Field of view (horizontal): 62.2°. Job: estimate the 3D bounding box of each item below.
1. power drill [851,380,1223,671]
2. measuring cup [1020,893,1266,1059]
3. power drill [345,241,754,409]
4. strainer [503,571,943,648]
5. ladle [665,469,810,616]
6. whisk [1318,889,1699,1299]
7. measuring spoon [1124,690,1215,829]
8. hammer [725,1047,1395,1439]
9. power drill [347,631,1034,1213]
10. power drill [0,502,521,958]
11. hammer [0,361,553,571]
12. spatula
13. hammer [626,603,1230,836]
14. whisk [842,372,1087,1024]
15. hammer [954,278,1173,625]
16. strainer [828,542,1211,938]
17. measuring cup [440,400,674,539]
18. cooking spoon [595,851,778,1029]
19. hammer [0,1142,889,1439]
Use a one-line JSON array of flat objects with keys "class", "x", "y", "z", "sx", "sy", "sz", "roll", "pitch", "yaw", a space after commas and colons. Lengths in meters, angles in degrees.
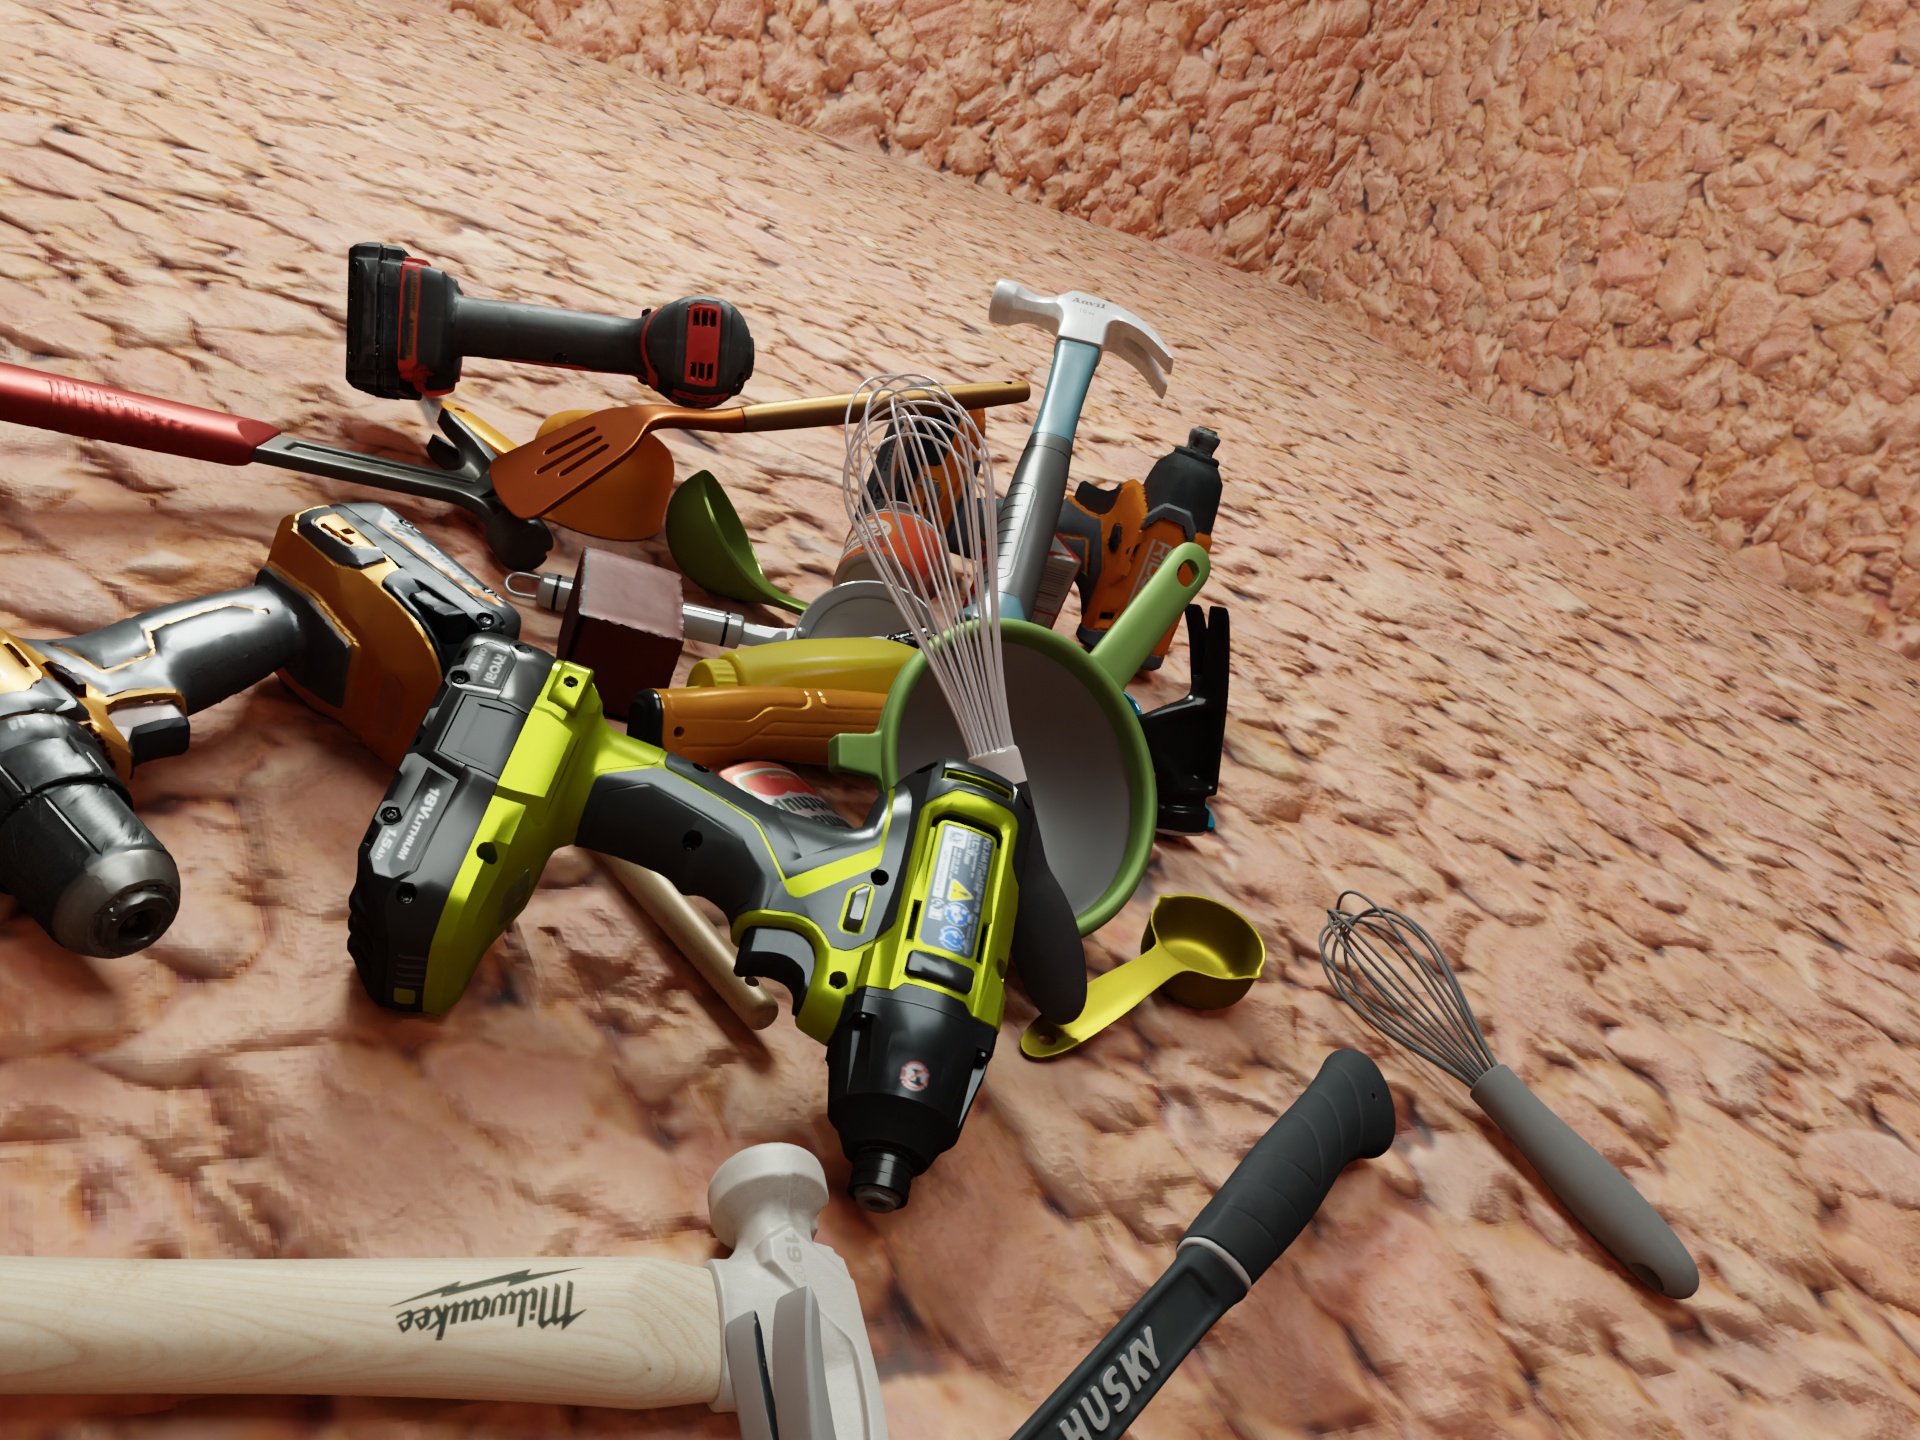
[{"class": "power drill", "x": 0.059, "y": -0.148, "z": 1.065, "sx": 0.226, "sy": 0.164, "sz": 0.084, "roll": 23, "pitch": 11, "yaw": 4}, {"class": "measuring cup", "x": 0.078, "y": 0.124, "z": 0.713, "sx": 0.156, "sy": 0.029, "sz": 0.062, "roll": -22, "pitch": 50, "yaw": -42}, {"class": "power drill", "x": -0.239, "y": -0.226, "z": 0.959, "sx": 0.226, "sy": 0.080, "sz": 0.188, "roll": 3, "pitch": 7, "yaw": -11}, {"class": "strainer", "x": -0.116, "y": -0.047, "z": 0.860, "sx": 0.258, "sy": 0.050, "sz": 0.087, "roll": 12, "pitch": 70, "yaw": -11}, {"class": "ladle", "x": -0.029, "y": -0.049, "z": 0.922, "sx": 0.320, "sy": 0.062, "sz": 0.078, "roll": 27, "pitch": 5, "yaw": 2}, {"class": "whisk", "x": 0.248, "y": 0.167, "z": 0.739, "sx": 0.055, "sy": 0.055, "sz": 0.239, "roll": 2, "pitch": 36, "yaw": -39}, {"class": "measuring spoon", "x": 0.109, "y": 0.024, "z": 0.945, "sx": 0.042, "sy": 0.021, "sz": 0.129, "roll": 0, "pitch": 42, "yaw": -41}, {"class": "hammer", "x": 0.072, "y": 0.183, "z": 0.520, "sx": 0.409, "sy": 0.036, "sz": 0.149, "roll": -15, "pitch": 73, "yaw": -60}, {"class": "power drill", "x": -0.091, "y": 0.068, "z": 0.568, "sx": 0.223, "sy": 0.080, "sz": 0.171, "roll": 19, "pitch": 50, "yaw": -8}, {"class": "power drill", "x": -0.275, "y": -0.004, "z": 0.592, "sx": 0.185, "sy": 0.084, "sz": 0.226, "roll": 36, "pitch": 32, "yaw": 25}, {"class": "hammer", "x": -0.383, "y": -0.147, "z": 0.782, "sx": 0.358, "sy": 0.036, "sz": 0.149, "roll": 7, "pitch": 29, "yaw": -47}, {"class": "spatula", "x": -0.103, "y": -0.166, "z": 0.909, "sx": 0.322, "sy": 0.041, "sz": 0.081, "roll": -11, "pitch": 35, "yaw": -25}, {"class": "hammer", "x": -0.001, "y": -0.003, "z": 0.786, "sx": 0.336, "sy": 0.127, "sz": 0.034, "roll": 1, "pitch": 8, "yaw": -33}, {"class": "whisk", "x": 0.006, "y": -0.010, "z": 0.669, "sx": 0.070, "sy": 0.070, "sz": 0.284, "roll": -12, "pitch": 86, "yaw": -52}, {"class": "hammer", "x": 0.051, "y": -0.158, "z": 0.969, "sx": 0.128, "sy": 0.033, "sz": 0.331, "roll": 13, "pitch": 49, "yaw": 4}, {"class": "strainer", "x": 0.041, "y": 0.000, "z": 0.764, "sx": 0.151, "sy": 0.069, "sz": 0.256, "roll": 49, "pitch": 54, "yaw": -12}, {"class": "measuring cup", "x": -0.252, "y": -0.175, "z": 0.979, "sx": 0.174, "sy": 0.052, "sz": 0.095, "roll": 34, "pitch": 27, "yaw": 17}, {"class": "cooking spoon", "x": -0.172, "y": 0.026, "z": 0.688, "sx": 0.068, "sy": 0.017, "sz": 0.319, "roll": -5, "pitch": 37, "yaw": -45}, {"class": "hammer", "x": -0.214, "y": 0.152, "z": 0.382, "sx": 0.410, "sy": 0.038, "sz": 0.146, "roll": 12, "pitch": 28, "yaw": -23}]
